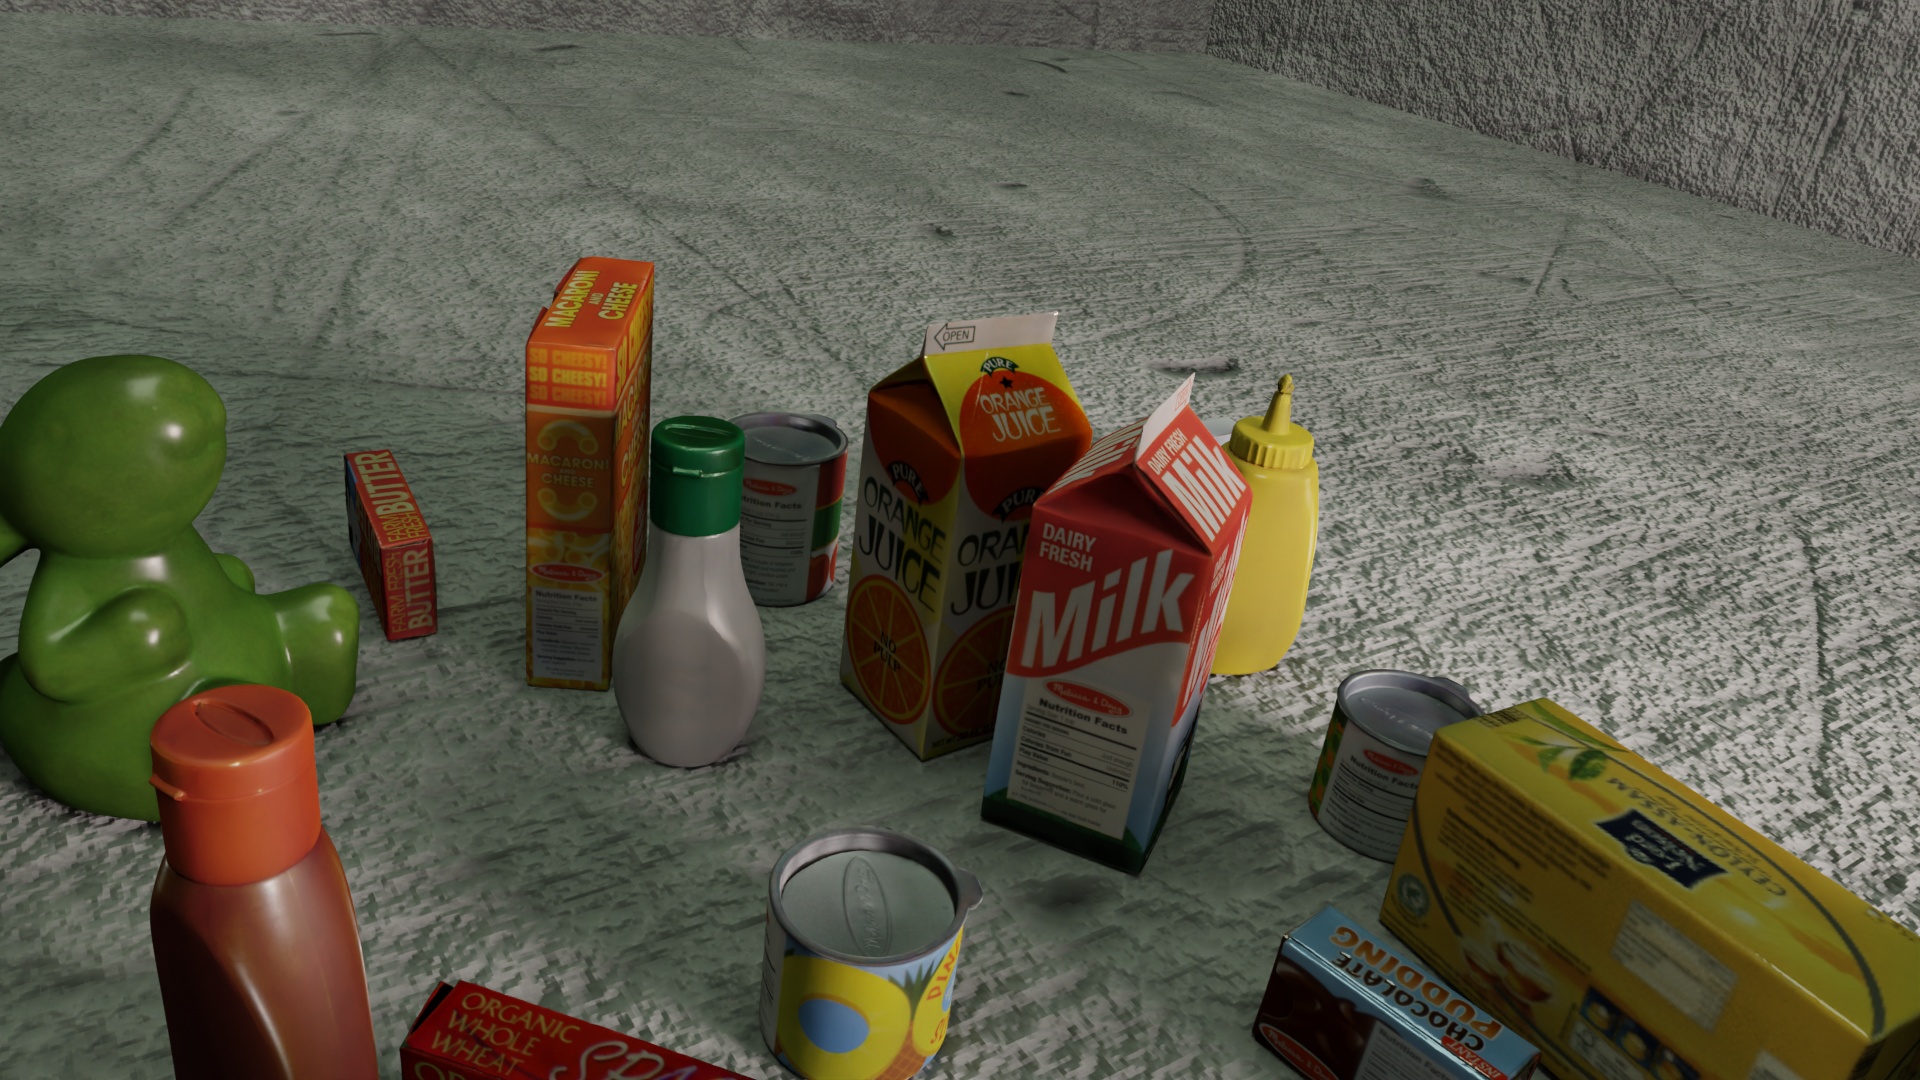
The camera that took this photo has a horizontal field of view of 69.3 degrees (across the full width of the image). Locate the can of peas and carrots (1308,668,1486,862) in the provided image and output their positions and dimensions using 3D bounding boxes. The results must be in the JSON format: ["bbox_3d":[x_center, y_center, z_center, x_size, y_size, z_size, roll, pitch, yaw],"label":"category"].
[{"bbox_3d":[0.193,0.097,0.609,0.071,0.058,0.071,6,27,-3],"label":"can of peas and carrots"}]

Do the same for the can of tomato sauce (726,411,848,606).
[{"bbox_3d":[-0.095,-0.018,0.727,0.071,0.082,0.071,6,27,-3],"label":"can of tomato sauce"}]

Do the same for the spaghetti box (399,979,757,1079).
[{"bbox_3d":[-0.041,0.184,0.386,0.250,0.050,0.029,14,27,11],"label":"spaghetti box"}]

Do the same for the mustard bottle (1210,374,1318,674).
[{"bbox_3d":[0.147,-0.010,0.693,0.065,0.159,0.049,0,28,-16],"label":"mustard bottle"}]

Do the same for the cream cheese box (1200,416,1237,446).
[{"bbox_3d":[0.134,-0.044,0.872,0.104,0.053,0.024,-11,33,-33],"label":"cream cheese box"}]

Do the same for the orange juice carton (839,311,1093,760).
[{"bbox_3d":[0.002,-0.008,0.614,0.072,0.191,0.073,-12,33,-35],"label":"orange juice carton"}]

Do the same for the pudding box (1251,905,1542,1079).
[{"bbox_3d":[0.144,0.169,0.468,0.030,0.049,0.084,-18,37,-41],"label":"pudding box"}]

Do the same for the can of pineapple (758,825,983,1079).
[{"bbox_3d":[-0.032,0.140,0.467,0.071,0.057,0.071,6,27,-3],"label":"can of pineapple"}]

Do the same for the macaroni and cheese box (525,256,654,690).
[{"bbox_3d":[-0.172,-0.034,0.645,0.040,0.165,0.124,5,27,-7],"label":"macaroni and cheese box"}]

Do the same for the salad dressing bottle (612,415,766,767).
[{"bbox_3d":[-0.111,0.022,0.574,0.064,0.147,0.044,9,27,1],"label":"salad dressing bottle"}]

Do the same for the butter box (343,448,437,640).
[{"bbox_3d":[-0.277,0.000,0.674,0.024,0.053,0.104,-9,31,-30],"label":"butter box"}]

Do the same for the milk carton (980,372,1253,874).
[{"bbox_3d":[0.066,0.030,0.561,0.073,0.189,0.073,17,28,17],"label":"milk carton"}]

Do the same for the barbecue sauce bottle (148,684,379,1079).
[{"bbox_3d":[-0.192,0.111,0.380,0.065,0.147,0.044,21,30,24],"label":"barbecue sauce bottle"}]
